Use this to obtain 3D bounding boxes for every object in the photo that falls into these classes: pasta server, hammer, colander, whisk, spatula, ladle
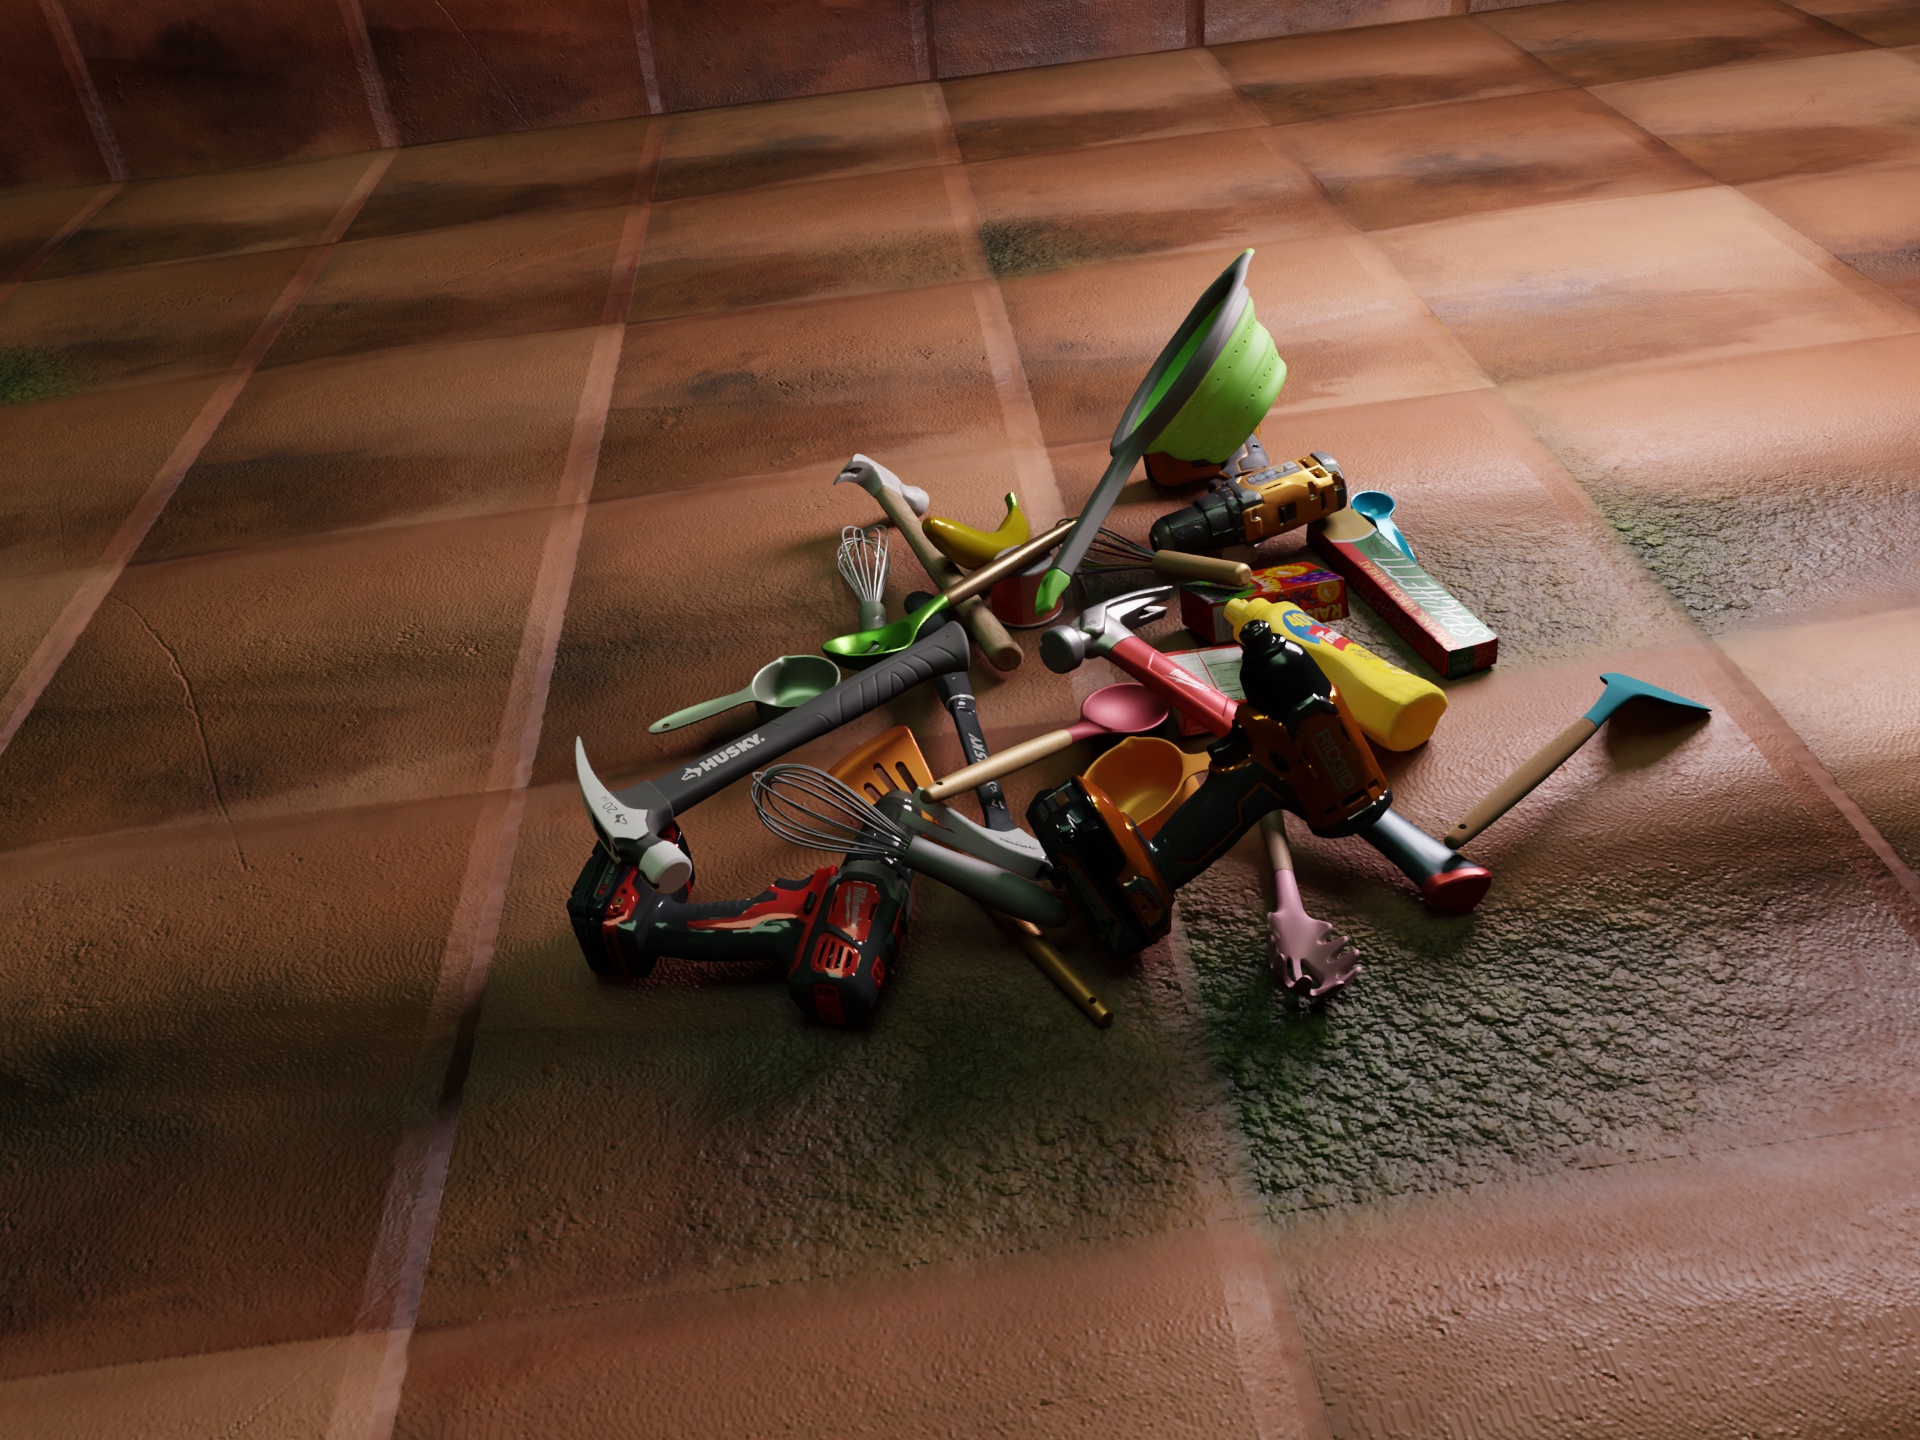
[{"bbox_3d":[0.233,0.090,1.153,0.060,0.040,0.316,10,35,-5],"label":"pasta server"},{"bbox_3d":[0.241,0.014,1.208,0.143,0.038,0.387,-24,48,-36],"label":"hammer"},{"bbox_3d":[-0.002,-0.004,1.283,0.149,0.036,0.409,20,24,-22],"label":"hammer"},{"bbox_3d":[0.192,-0.237,1.431,0.094,0.204,0.397,33,72,-8],"label":"colander"},{"bbox_3d":[0.167,-0.150,1.442,0.047,0.051,0.245,-16,21,-37],"label":"whisk"},{"bbox_3d":[-0.034,0.089,1.086,0.239,0.055,0.055,24,39,-3],"label":"whisk"},{"bbox_3d":[-0.126,0.004,1.180,0.335,0.035,0.146,-30,50,-30],"label":"hammer"},{"bbox_3d":[0.010,0.113,1.155,0.081,0.041,0.323,-33,44,-14],"label":"spatula"},{"bbox_3d":[-0.082,-0.106,1.462,0.059,0.057,0.247,-36,36,20],"label":"whisk"},{"bbox_3d":[-0.027,-0.152,1.480,0.031,0.130,0.332,-50,43,16],"label":"hammer"},{"bbox_3d":[0.452,0.026,1.183,0.317,0.044,0.082,-30,43,-33],"label":"spatula"},{"bbox_3d":[0.066,0.019,1.206,0.069,0.031,0.315,21,24,30],"label":"ladle"}]

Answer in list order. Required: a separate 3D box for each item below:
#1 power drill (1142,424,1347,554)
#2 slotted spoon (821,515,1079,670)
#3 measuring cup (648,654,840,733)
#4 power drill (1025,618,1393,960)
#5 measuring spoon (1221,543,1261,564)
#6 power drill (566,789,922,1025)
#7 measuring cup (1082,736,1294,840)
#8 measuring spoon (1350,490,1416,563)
[{"bbox_3d":[0.243,-0.235,1.539,0.185,0.084,0.226,-20,35,-5],"label":"power drill"},{"bbox_3d":[0.005,-0.112,1.375,0.070,0.031,0.314,15,38,43],"label":"slotted spoon"},{"bbox_3d":[-0.180,-0.006,1.350,0.167,0.038,0.083,-19,38,-13],"label":"measuring cup"},{"bbox_3d":[0.162,0.043,1.076,0.226,0.164,0.084,-31,20,2],"label":"power drill"},{"bbox_3d":[0.289,-0.186,1.529,0.034,0.018,0.124,18,43,30],"label":"measuring spoon"},{"bbox_3d":[-0.142,0.115,1.134,0.227,0.080,0.188,7,47,13],"label":"power drill"},{"bbox_3d":[0.173,0.050,1.162,0.173,0.052,0.095,-17,40,21],"label":"measuring cup"},{"bbox_3d":[0.402,-0.171,1.500,0.042,0.021,0.129,-8,45,-4],"label":"measuring spoon"}]
